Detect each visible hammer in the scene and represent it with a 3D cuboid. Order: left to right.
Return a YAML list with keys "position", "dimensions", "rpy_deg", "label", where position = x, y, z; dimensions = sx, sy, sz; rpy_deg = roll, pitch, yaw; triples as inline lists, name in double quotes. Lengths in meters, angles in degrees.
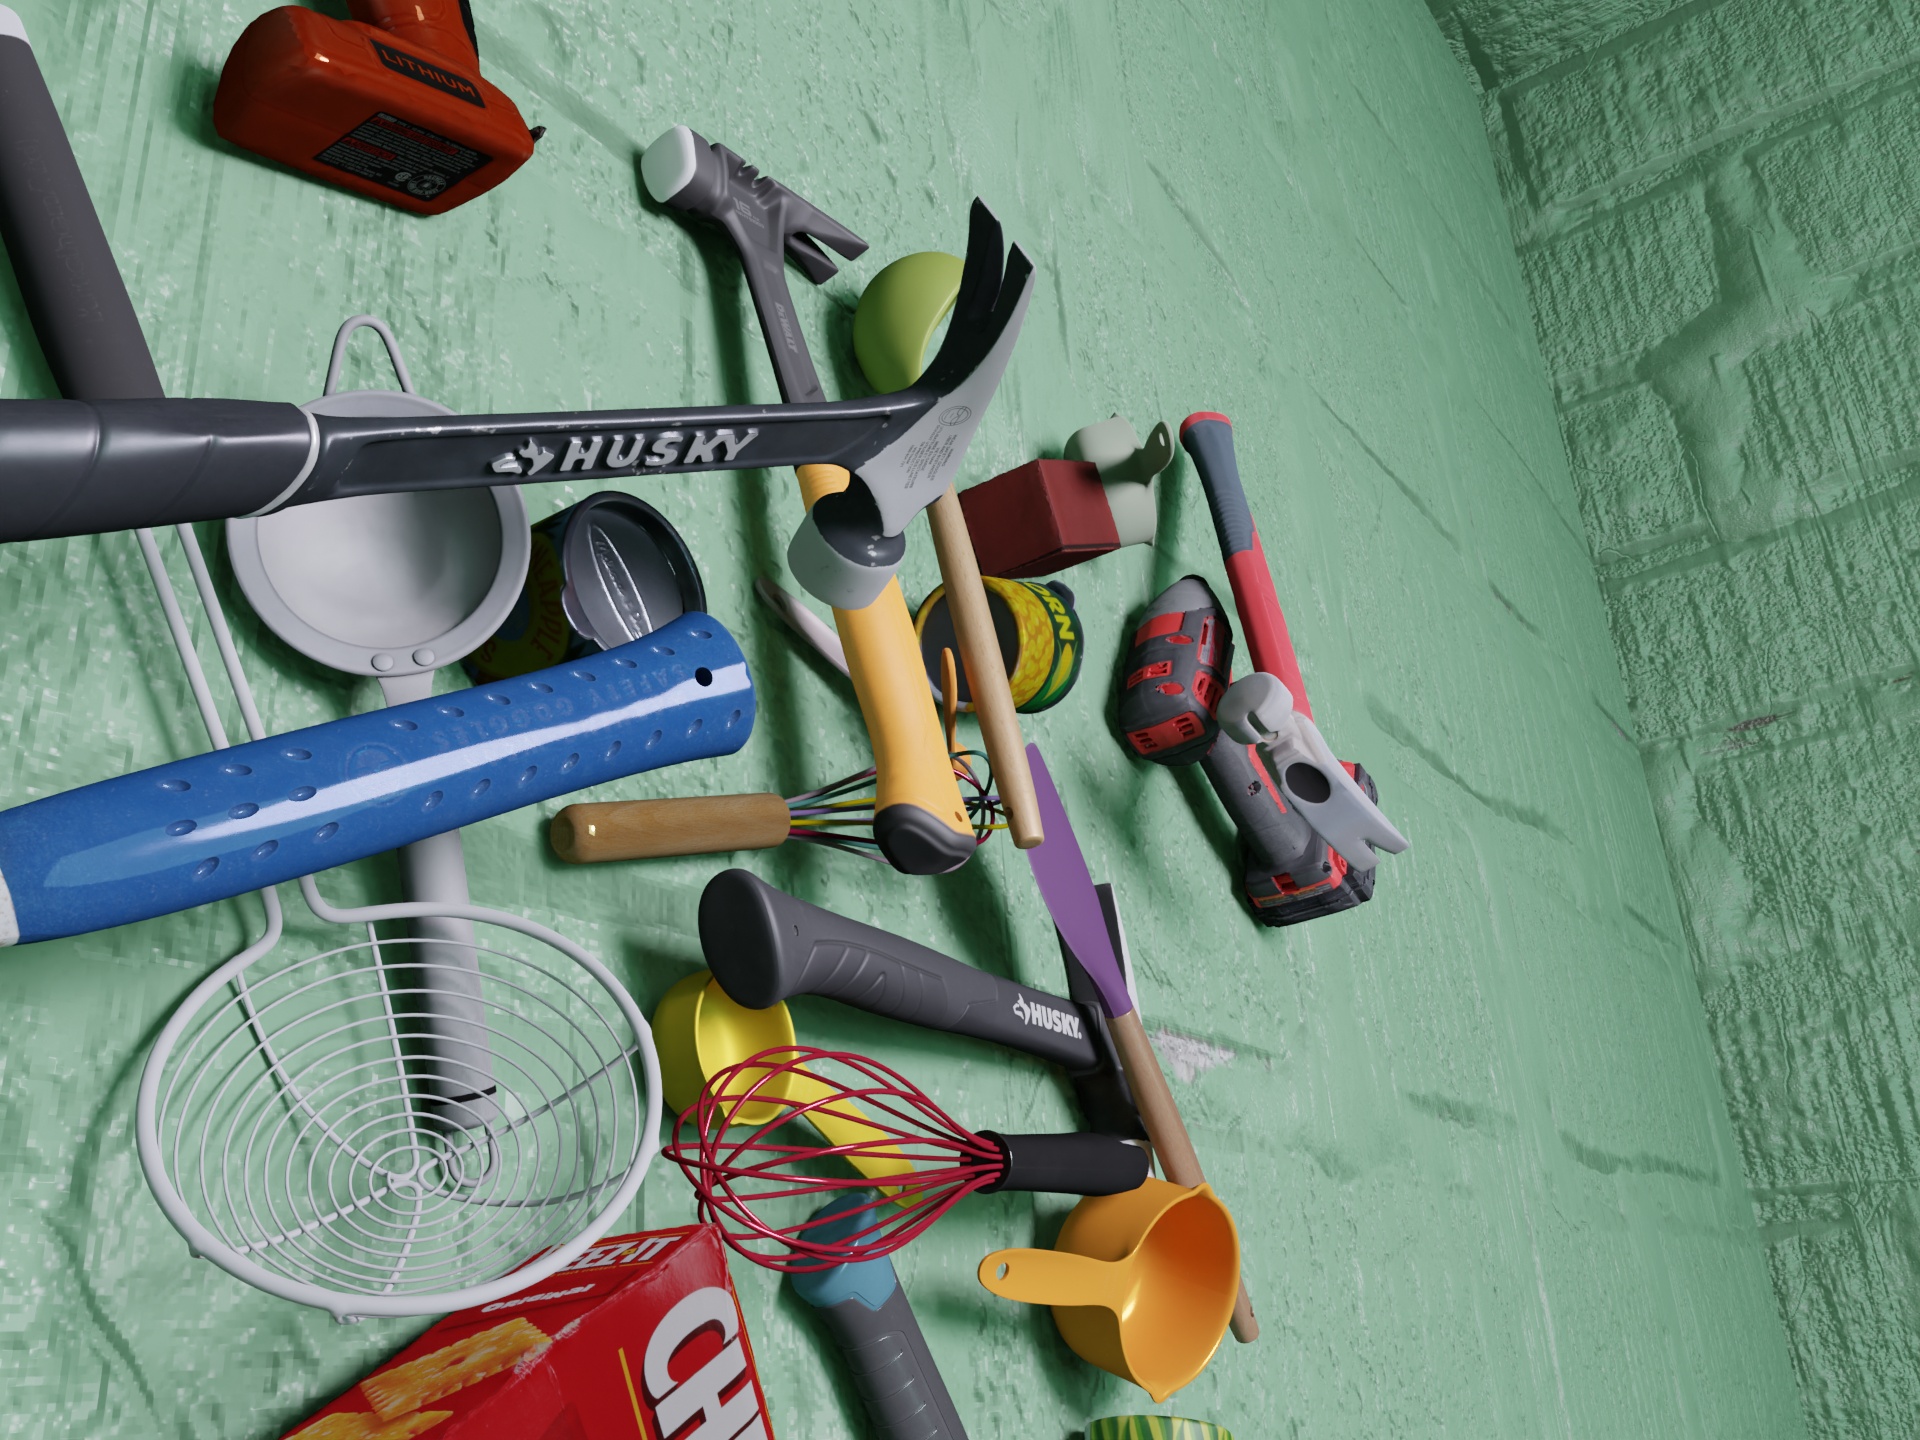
- position: [-0.199, 0.041, 0.311]
  dimensions: [0.405, 0.035, 0.144]
  rpy_deg: [-19, 82, -47]
  label: "hammer"
- position: [-0.142, -0.065, 0.376]
  dimensions: [0.409, 0.149, 0.036]
  rpy_deg: [-13, 60, -44]
  label: "hammer"
- position: [-0.050, -0.094, 0.677]
  dimensions: [0.127, 0.034, 0.337]
  rpy_deg: [14, 53, -55]
  label: "hammer"
- position: [0.001, 0.112, 0.668]
  dimensions: [0.334, 0.035, 0.146]
  rpy_deg: [32, 48, -55]
  label: "hammer"
- position: [0.013, 0.335, 0.600]
  dimensions: [0.128, 0.033, 0.331]
  rpy_deg: [-33, 102, -58]
  label: "hammer"
- position: [0.187, -0.075, 0.979]
  dimensions: [0.143, 0.038, 0.387]
  rpy_deg: [44, 26, -28]
  label: "hammer"

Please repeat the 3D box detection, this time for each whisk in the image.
- position: [-0.057, 0.038, 0.628]
  dimensions: [0.245, 0.051, 0.047]
  rpy_deg: [0, 41, -53]
  label: "whisk"
- position: [-0.001, 0.162, 0.586]
  dimensions: [0.295, 0.073, 0.073]
  rpy_deg: [24, 55, -55]
  label: "whisk"

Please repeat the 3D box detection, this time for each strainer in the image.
- position: [-0.166, 0.011, 0.479]
  dimensions: [0.087, 0.050, 0.258]
  rpy_deg: [-7, 86, -27]
  label: "strainer"

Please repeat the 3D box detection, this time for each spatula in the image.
- position: [0.083, 0.159, 0.746]
  dimensions: [0.315, 0.018, 0.060]
  rpy_deg: [68, 25, -12]
  label: "spatula"

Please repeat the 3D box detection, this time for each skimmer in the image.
- position: [-0.187, -0.027, 0.411]
  dimensions: [0.127, 0.090, 0.363]
  rpy_deg: [-20, 90, -39]
  label: "skimmer"

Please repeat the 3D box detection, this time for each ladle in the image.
- position: [0.005, -0.088, 0.733]
  dimensions: [0.062, 0.078, 0.320]
  rpy_deg: [4, 59, -31]
  label: "ladle"

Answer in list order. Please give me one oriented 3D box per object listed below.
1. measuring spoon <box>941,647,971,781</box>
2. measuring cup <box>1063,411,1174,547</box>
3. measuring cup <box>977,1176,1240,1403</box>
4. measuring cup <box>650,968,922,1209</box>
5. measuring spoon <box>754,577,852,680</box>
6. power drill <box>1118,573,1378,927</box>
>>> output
- position: [-0.001, -0.002, 0.716]
  dimensions: [0.116, 0.011, 0.021]
  rpy_deg: [88, -9, -64]
  label: "measuring spoon"
- position: [0.088, -0.140, 0.895]
  dimensions: [0.167, 0.038, 0.083]
  rpy_deg: [144, -70, -86]
  label: "measuring cup"
- position: [0.052, 0.237, 0.688]
  dimensions: [0.173, 0.052, 0.095]
  rpy_deg: [24, 76, -41]
  label: "measuring cup"
- position: [-0.062, 0.146, 0.591]
  dimensions: [0.156, 0.029, 0.062]
  rpy_deg: [53, 33, -39]
  label: "measuring cup"
- position: [-0.052, -0.019, 0.707]
  dimensions: [0.124, 0.018, 0.034]
  rpy_deg: [44, 24, -28]
  label: "measuring spoon"
- position: [0.179, 0.015, 1.001]
  dimensions: [0.219, 0.078, 0.143]
  rpy_deg: [50, 37, -28]
  label: "power drill"
